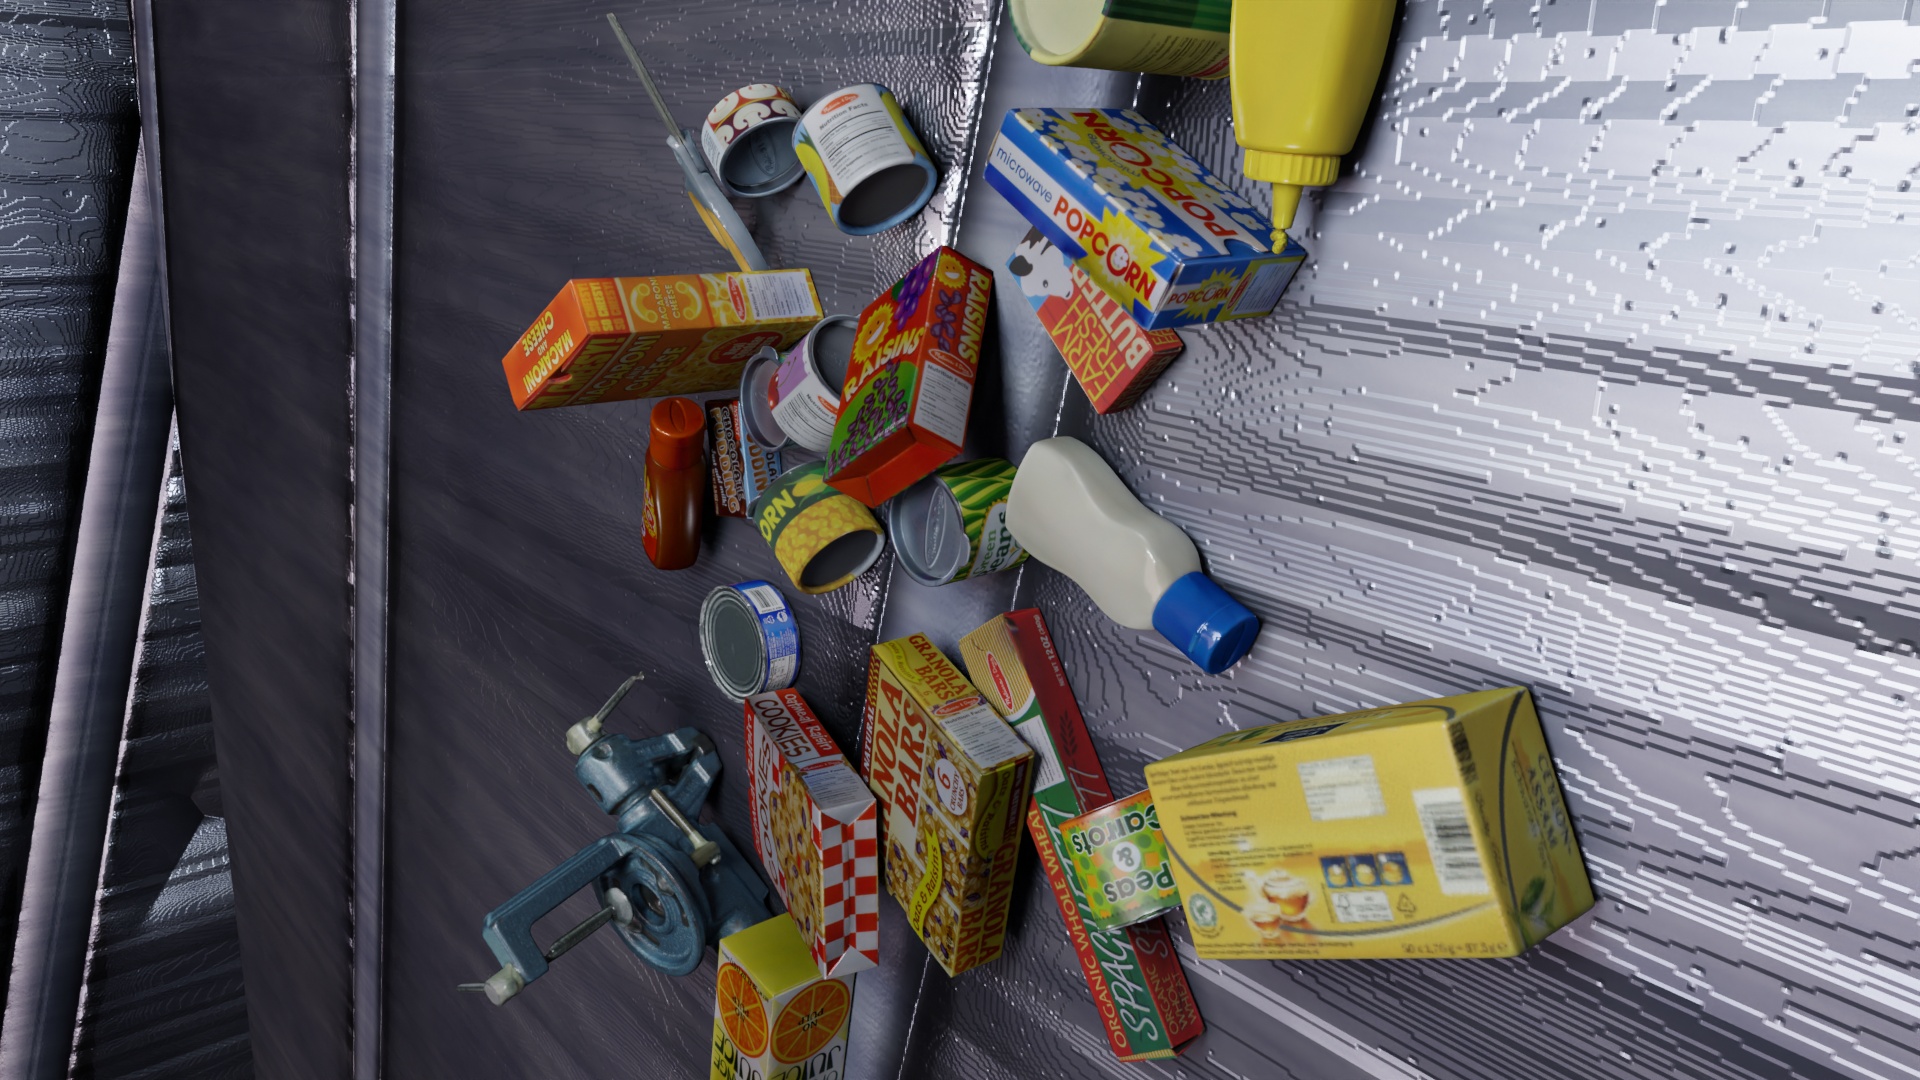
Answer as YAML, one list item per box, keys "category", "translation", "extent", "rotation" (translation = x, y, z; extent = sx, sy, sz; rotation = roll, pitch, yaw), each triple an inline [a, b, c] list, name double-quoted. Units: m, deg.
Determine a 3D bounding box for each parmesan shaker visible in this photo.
- category: "parmesan shaker"
  translation: [0.080, -0.237, 0.598]
  extent: [0.071, 0.103, 0.071]
  rotation: [15, 110, 47]

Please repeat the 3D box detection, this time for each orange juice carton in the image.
- category: "orange juice carton"
  translation: [-0.134, 0.377, 1.021]
  extent: [0.072, 0.073, 0.191]
  rotation: [29, 121, 42]

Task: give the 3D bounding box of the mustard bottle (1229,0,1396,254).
- category: "mustard bottle"
  translation: [0.143, -0.200, 0.576]
  extent: [0.065, 0.049, 0.159]
  rotation: [24, 117, 43]

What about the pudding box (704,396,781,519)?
- category: "pudding box"
  translation: [-0.150, -0.058, 0.970]
  extent: [0.049, 0.030, 0.083]
  rotation: [6, 104, 48]

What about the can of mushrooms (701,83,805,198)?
- category: "can of mushrooms"
  translation: [-0.124, -0.250, 0.868]
  extent: [0.033, 0.071, 0.070]
  rotation: [59, 137, 23]

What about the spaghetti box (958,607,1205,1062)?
- category: "spaghetti box"
  translation: [0.064, 0.161, 0.769]
  extent: [0.050, 0.029, 0.250]
  rotation: [-35, 72, 48]

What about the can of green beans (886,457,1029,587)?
- category: "can of green beans"
  translation: [0.001, -0.011, 0.780]
  extent: [0.071, 0.058, 0.071]
  rotation: [15, 110, 47]

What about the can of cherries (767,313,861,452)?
- category: "can of cherries"
  translation: [-0.075, -0.097, 0.848]
  extent: [0.058, 0.072, 0.071]
  rotation: [-37, 71, 48]

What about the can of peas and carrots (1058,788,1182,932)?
- category: "can of peas and carrots"
  translation: [0.090, 0.160, 0.707]
  extent: [0.070, 0.071, 0.059]
  rotation: [-36, 71, 48]

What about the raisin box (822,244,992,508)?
- category: "raisin box"
  translation: [-0.028, -0.090, 0.765]
  extent: [0.085, 0.040, 0.124]
  rotation: [-31, 42, 48]

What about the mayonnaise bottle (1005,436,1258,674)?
- category: "mayonnaise bottle"
  translation: [0.085, 0.009, 0.702]
  extent: [0.148, 0.041, 0.064]
  rotation: [43, 130, 34]

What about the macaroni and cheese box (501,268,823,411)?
- category: "macaroni and cheese box"
  translation: [-0.190, -0.129, 0.893]
  extent: [0.123, 0.167, 0.040]
  rotation: [-27, 79, 49]

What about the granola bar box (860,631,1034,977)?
- category: "granola bar box"
  translation: [-0.015, 0.157, 0.826]
  extent: [0.124, 0.039, 0.164]
  rotation: [44, 138, 44]

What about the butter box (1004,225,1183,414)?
- category: "butter box"
  translation: [0.066, -0.119, 0.704]
  extent: [0.053, 0.024, 0.104]
  rotation: [-51, 61, 44]

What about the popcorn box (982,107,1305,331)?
- category: "popcorn box"
  translation: [0.081, -0.149, 0.632]
  extent: [0.127, 0.085, 0.038]
  rotation: [50, 134, 29]

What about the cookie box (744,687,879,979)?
- category: "cookie box"
  translation: [-0.101, 0.188, 0.920]
  extent: [0.168, 0.040, 0.122]
  rotation: [-142, 48, -59]

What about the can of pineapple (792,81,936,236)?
- category: "can of pineapple"
  translation: [-0.054, -0.216, 0.793]
  extent: [0.070, 0.071, 0.058]
  rotation: [-46, 64, 45]

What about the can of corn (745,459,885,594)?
- category: "can of corn"
  translation: [-0.091, -0.007, 0.881]
  extent: [0.058, 0.071, 0.070]
  rotation: [54, 134, 25]

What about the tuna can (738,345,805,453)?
- category: "tuna can"
  translation: [-0.115, -0.095, 0.917]
  extent: [0.071, 0.033, 0.071]
  rotation: [15, 110, 47]

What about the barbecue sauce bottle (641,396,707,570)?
- category: "barbecue sauce bottle"
  translation: [-0.206, -0.043, 0.998]
  extent: [0.147, 0.044, 0.065]
  rotation: [110, 149, -53]
